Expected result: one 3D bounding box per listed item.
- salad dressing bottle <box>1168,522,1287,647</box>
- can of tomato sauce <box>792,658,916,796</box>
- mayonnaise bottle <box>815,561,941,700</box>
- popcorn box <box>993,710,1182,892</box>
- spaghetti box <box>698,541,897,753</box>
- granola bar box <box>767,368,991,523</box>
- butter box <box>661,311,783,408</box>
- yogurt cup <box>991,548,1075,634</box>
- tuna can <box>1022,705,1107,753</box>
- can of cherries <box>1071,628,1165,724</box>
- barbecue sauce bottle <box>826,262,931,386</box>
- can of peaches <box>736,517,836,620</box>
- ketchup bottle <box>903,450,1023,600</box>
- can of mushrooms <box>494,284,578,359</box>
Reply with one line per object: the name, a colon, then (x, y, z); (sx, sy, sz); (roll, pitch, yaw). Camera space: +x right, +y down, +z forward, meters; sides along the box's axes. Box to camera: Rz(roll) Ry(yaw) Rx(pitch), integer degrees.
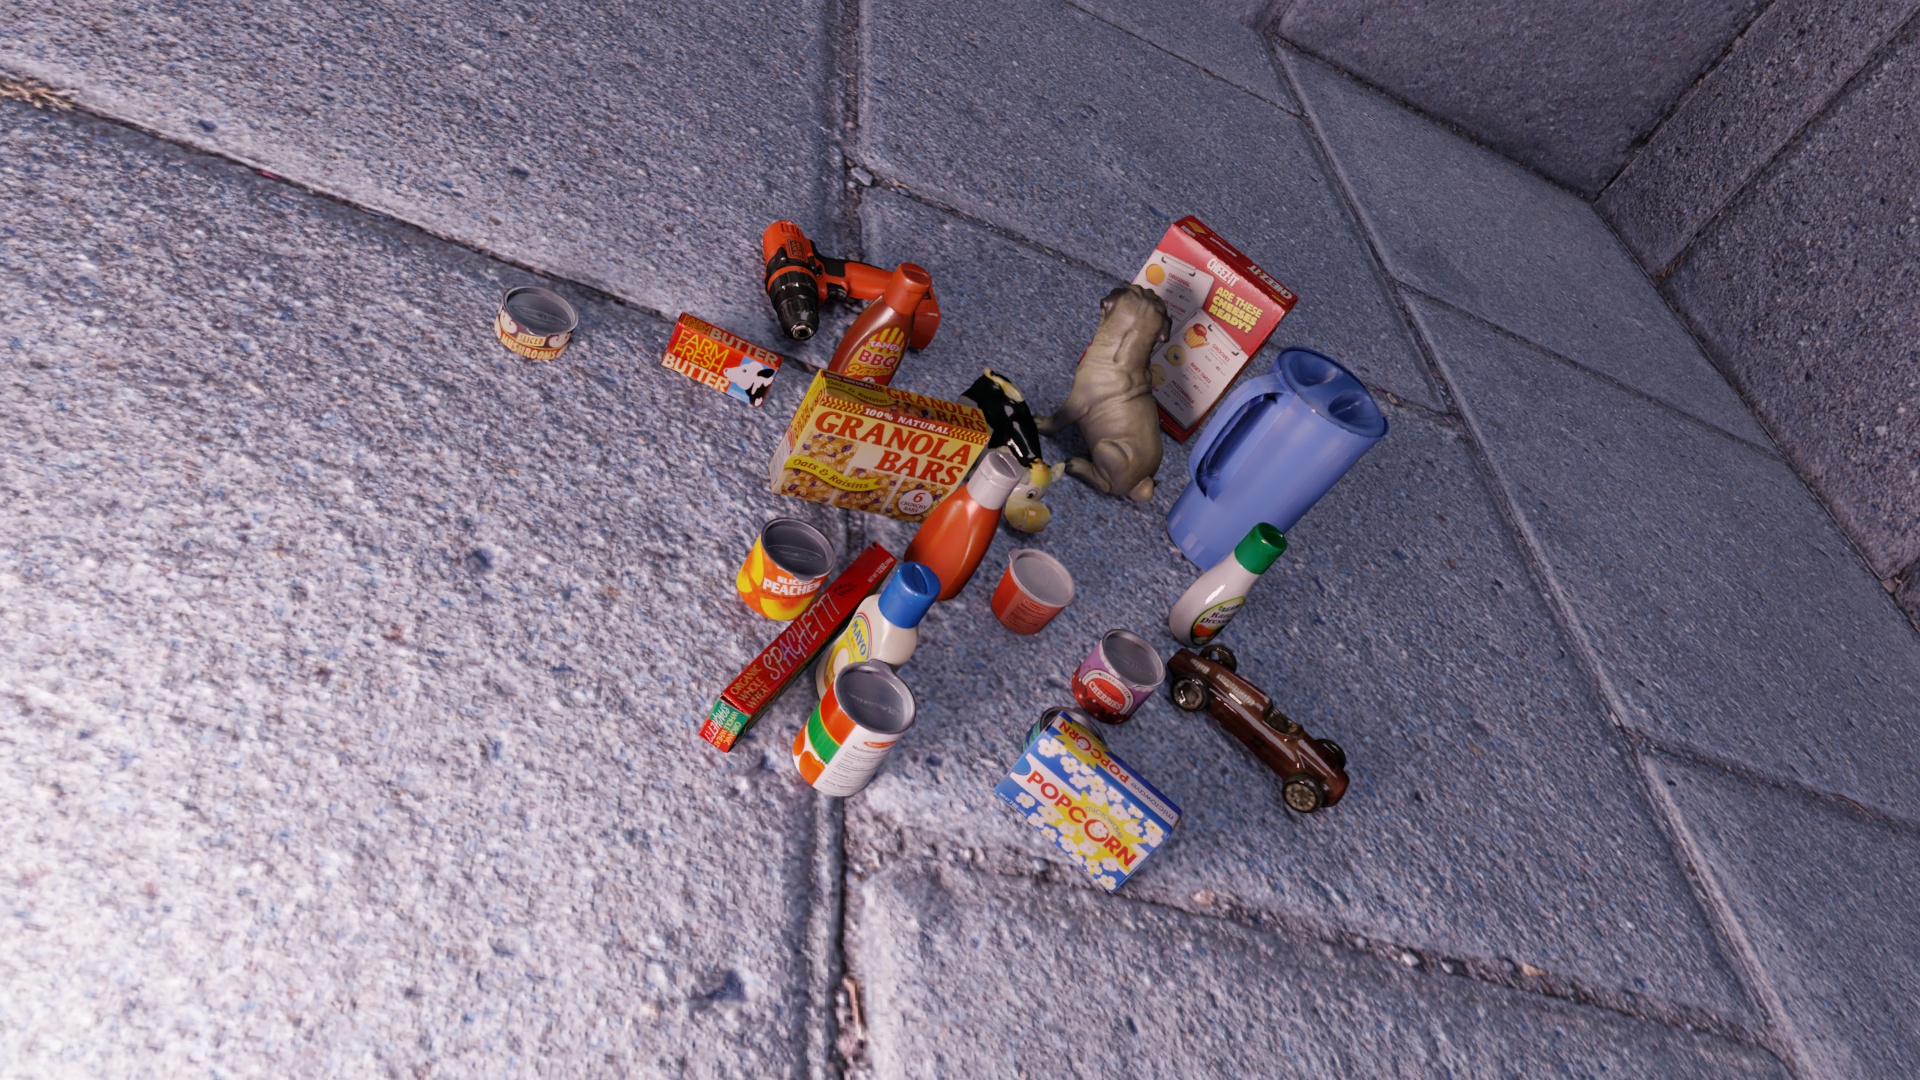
salad dressing bottle: (0.261, 0.043, 1.356); (0.064, 0.147, 0.044); (3, 47, -36)
can of tomato sauce: (-0.081, 0.140, 1.040); (0.071, 0.082, 0.071); (21, 38, -18)
mayonnaise bottle: (-0.064, 0.077, 1.070); (0.041, 0.147, 0.065); (6, 45, -33)
popcorn box: (0.101, 0.207, 1.101); (0.127, 0.084, 0.038); (40, 36, 7)
spaghetti box: (-0.124, 0.079, 1.103); (0.029, 0.050, 0.251); (37, 36, 3)
granola bar box: (-0.075, -0.082, 1.260); (0.166, 0.123, 0.039); (12, 42, -28)
butter box: (-0.224, -0.169, 1.303); (0.103, 0.053, 0.024); (24, 37, -13)
yogurt cup: (0.064, 0.050, 1.277); (0.072, 0.053, 0.073); (21, 38, -17)
tuna can: (0.088, 0.174, 1.173); (0.071, 0.032, 0.071); (21, 38, -17)
can of cherries: (0.140, 0.124, 1.248); (0.071, 0.058, 0.072); (21, 38, -17)
barbecue sauce bottle: (-0.077, -0.209, 1.380); (0.065, 0.147, 0.044); (8, 44, -31)
can of peaches: (-0.144, 0.026, 1.141); (0.071, 0.057, 0.071); (21, 38, -17)
ketchup bottle: (0.004, -0.015, 1.225); (0.044, 0.148, 0.065); (-10, 55, -44)
can of mushrooms: (-0.376, -0.192, 1.229); (0.071, 0.033, 0.071); (21, 38, -17)
